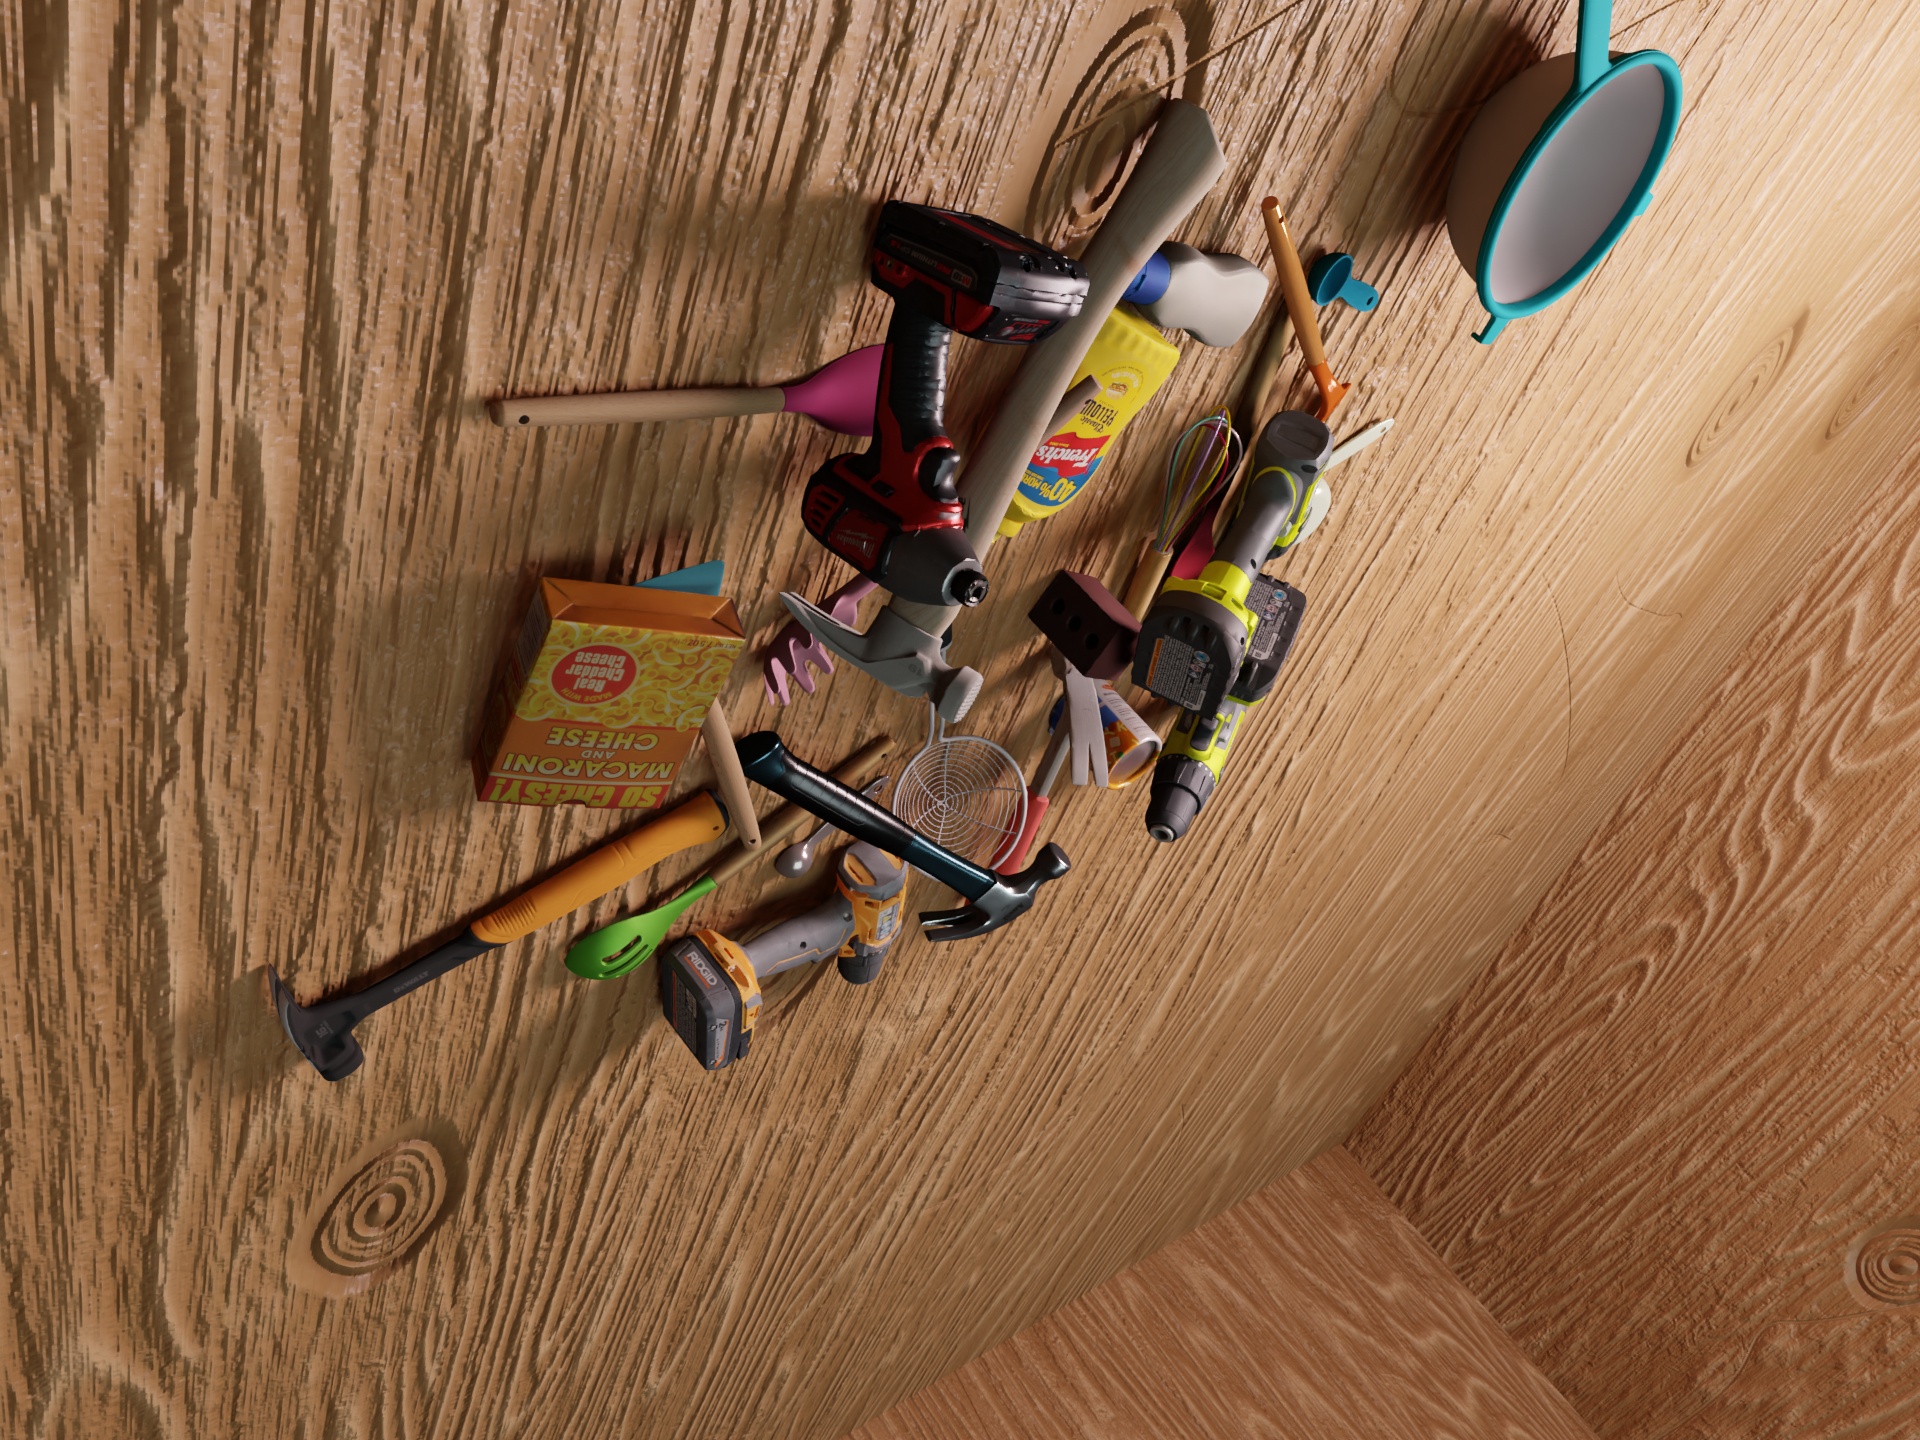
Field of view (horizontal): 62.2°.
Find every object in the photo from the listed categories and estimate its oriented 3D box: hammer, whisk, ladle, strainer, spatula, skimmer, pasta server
[{"bbox_3d":[0.037,-0.209,1.024,0.410,0.146,0.038,-60,172,10],"label":"hammer"},{"bbox_3d":[0.172,-0.156,1.307,0.051,0.047,0.244,-21,148,-34],"label":"whisk"},{"bbox_3d":[0.221,-0.211,1.307,0.069,0.031,0.315,-30,148,-39],"label":"ladle"},{"bbox_3d":[0.423,-0.450,1.156,0.211,0.095,0.340,-40,149,-7],"label":"strainer"},{"bbox_3d":[0.258,-0.293,1.211,0.081,0.041,0.322,-51,150,-5],"label":"spatula"},{"bbox_3d":[-0.172,0.001,1.090,0.082,0.044,0.317,-19,140,-8],"label":"spatula"},{"bbox_3d":[-0.317,0.136,1.135,0.337,0.034,0.127,-29,150,-20],"label":"hammer"},{"bbox_3d":[-0.055,0.090,1.274,0.128,0.033,0.330,-42,132,16],"label":"hammer"},{"bbox_3d":[0.061,0.095,1.445,0.036,0.149,0.358,5,141,-13],"label":"hammer"},{"bbox_3d":[-0.002,-0.004,1.256,0.127,0.090,0.363,-26,147,-18],"label":"skimmer"},{"bbox_3d":[-0.023,-0.121,1.084,0.316,0.040,0.060,-39,167,17],"label":"pasta server"}]

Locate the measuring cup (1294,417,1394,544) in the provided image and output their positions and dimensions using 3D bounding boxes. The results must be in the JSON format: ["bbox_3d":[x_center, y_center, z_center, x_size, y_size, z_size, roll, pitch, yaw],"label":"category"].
[{"bbox_3d":[0.330,-0.213,1.416,0.167,0.038,0.083,-35,150,-7],"label":"measuring cup"}]

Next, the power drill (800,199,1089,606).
[{"bbox_3d":[-0.013,-0.178,0.935,0.078,0.143,0.219,-8,126,-45],"label":"power drill"}]

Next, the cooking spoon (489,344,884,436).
[{"bbox_3d":[-0.128,-0.188,0.937,0.318,0.017,0.068,-13,140,-41],"label":"cooking spoon"}]

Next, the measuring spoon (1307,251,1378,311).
[{"bbox_3d":[0.298,-0.340,1.241,0.128,0.021,0.042,-5,131,-59],"label":"measuring spoon"}]

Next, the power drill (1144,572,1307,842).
[{"bbox_3d":[0.232,-0.010,1.453,0.228,0.080,0.191,103,12,-52],"label":"power drill"}]

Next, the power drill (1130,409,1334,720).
[{"bbox_3d":[0.222,-0.118,1.279,0.223,0.080,0.171,-58,167,-24],"label":"power drill"}]

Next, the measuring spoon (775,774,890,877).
[{"bbox_3d":[-0.103,0.091,1.338,0.124,0.018,0.034,-41,150,-1],"label":"measuring spoon"}]

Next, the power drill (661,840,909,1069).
[{"bbox_3d":[-0.147,0.213,1.394,0.226,0.084,0.185,-29,150,-29],"label":"power drill"}]

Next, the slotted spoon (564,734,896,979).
[{"bbox_3d":[-0.178,0.110,1.270,0.314,0.031,0.070,-38,150,-9],"label":"slotted spoon"}]
